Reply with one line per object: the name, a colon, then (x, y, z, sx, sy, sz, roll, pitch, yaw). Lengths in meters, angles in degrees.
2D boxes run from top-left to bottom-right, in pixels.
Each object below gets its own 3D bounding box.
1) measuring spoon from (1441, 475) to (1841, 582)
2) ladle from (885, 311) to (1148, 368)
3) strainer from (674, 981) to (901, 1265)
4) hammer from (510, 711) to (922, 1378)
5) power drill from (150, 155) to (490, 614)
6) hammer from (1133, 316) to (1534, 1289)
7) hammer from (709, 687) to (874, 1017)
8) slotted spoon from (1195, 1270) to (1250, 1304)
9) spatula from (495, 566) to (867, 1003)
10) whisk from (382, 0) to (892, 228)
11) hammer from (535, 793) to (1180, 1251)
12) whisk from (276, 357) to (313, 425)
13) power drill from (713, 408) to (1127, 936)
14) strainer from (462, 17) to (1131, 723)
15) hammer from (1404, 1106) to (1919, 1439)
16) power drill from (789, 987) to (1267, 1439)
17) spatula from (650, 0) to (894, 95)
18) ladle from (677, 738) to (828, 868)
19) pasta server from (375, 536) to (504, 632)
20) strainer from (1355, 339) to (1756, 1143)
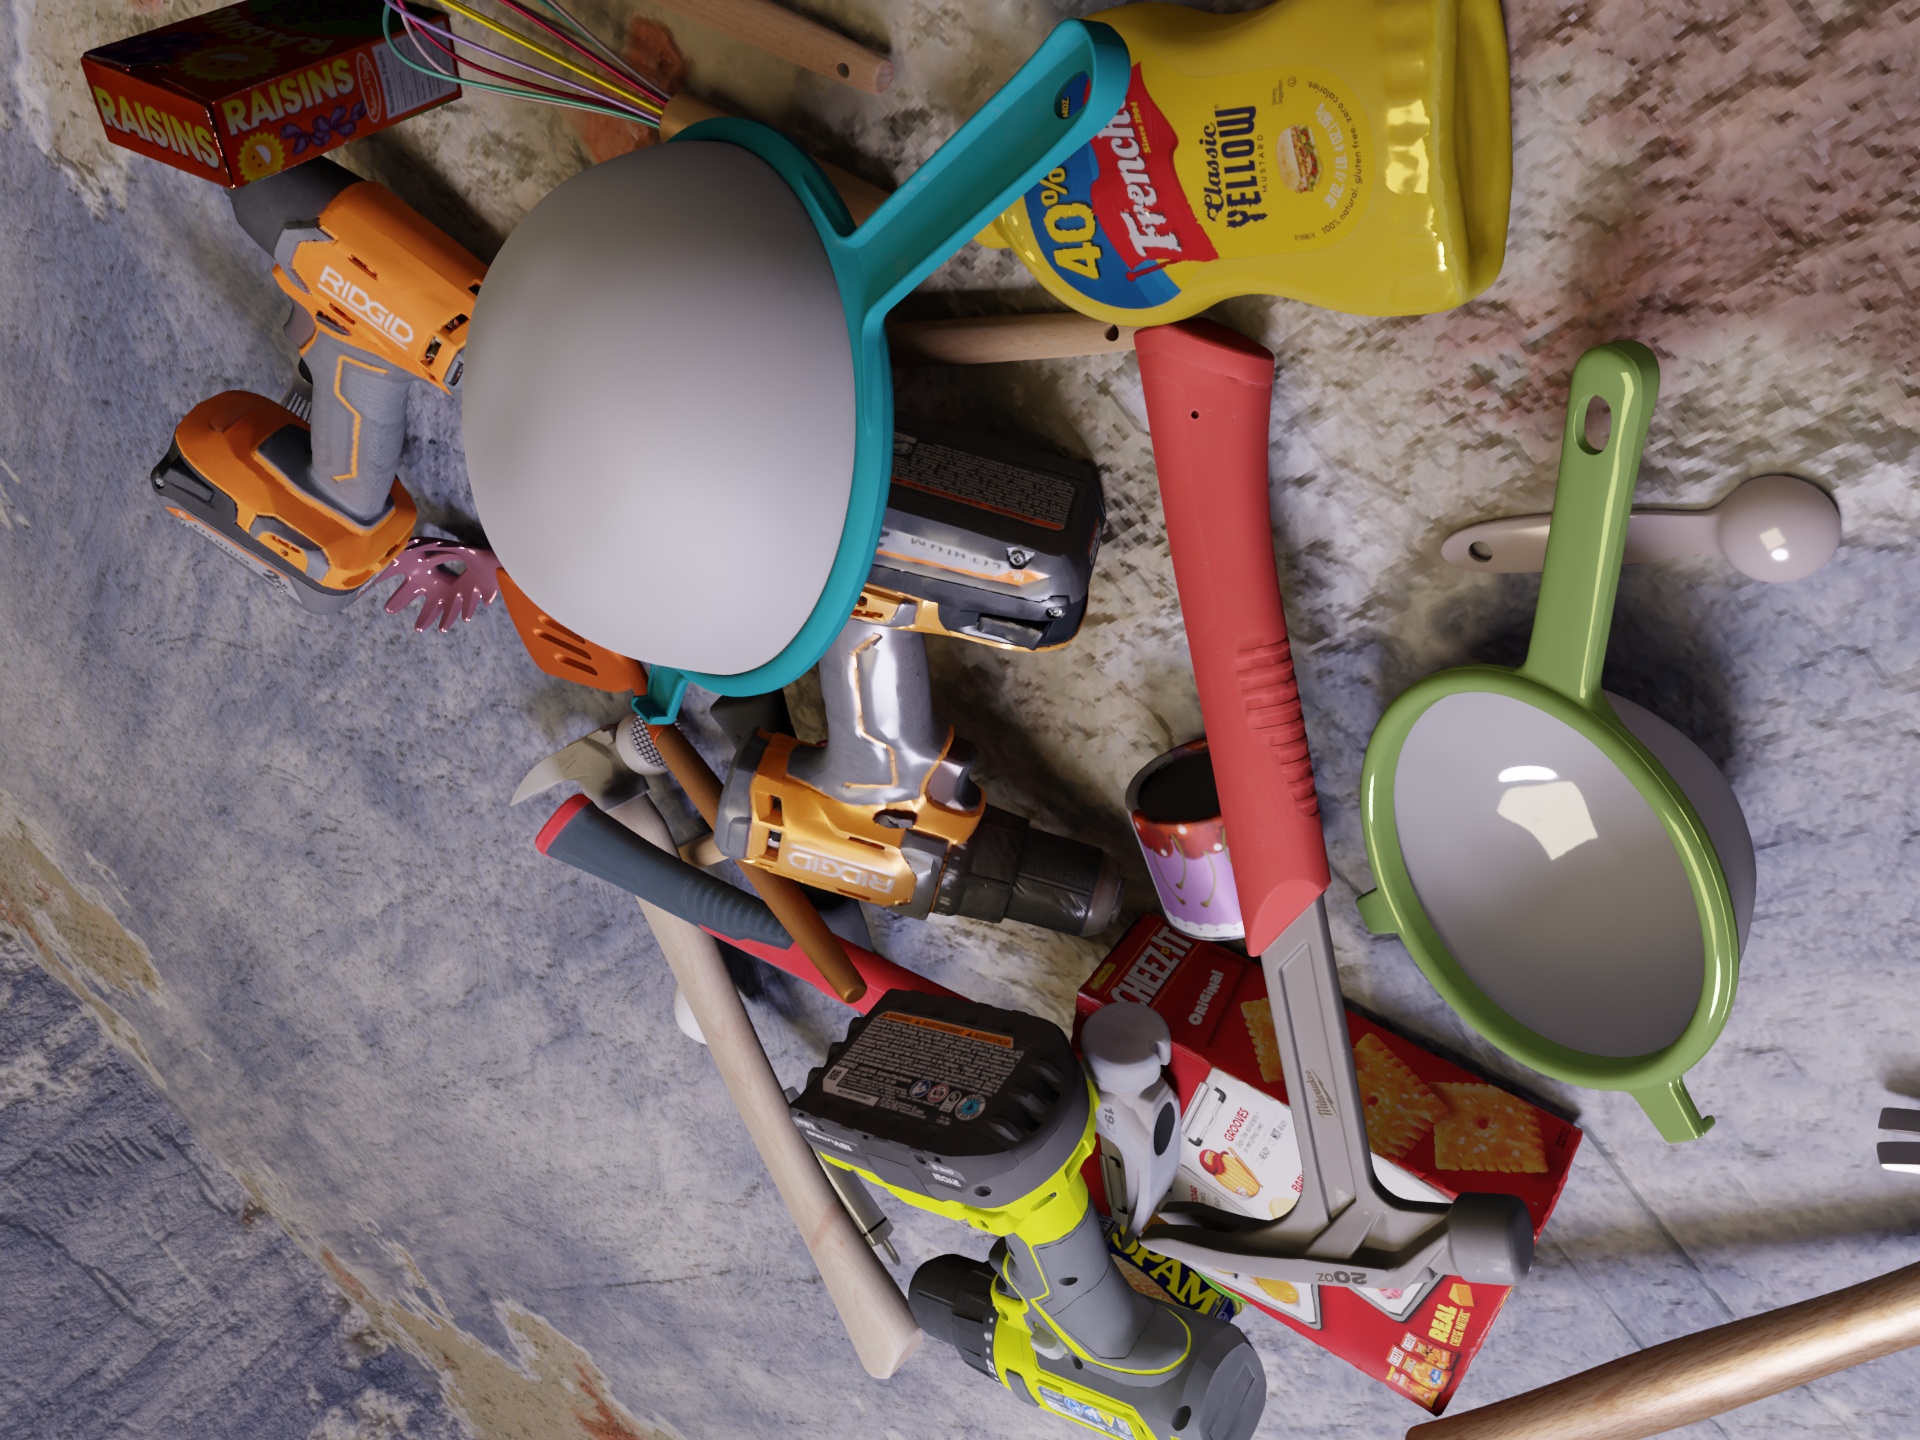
measuring spoon: (0.209, -0.054, 0.505, 0.124, 0.018, 0.034, 1, 124, 43)
ladle: (-0.068, -0.147, 0.644, 0.320, 0.062, 0.078, 6, 113, 36)
strainer: (-0.115, 0.231, 0.989, 0.258, 0.050, 0.087, 53, 173, 9)
hammer: (-0.134, 0.197, 0.932, 0.146, 0.038, 0.410, -22, 95, 44)
power drill: (-0.321, -0.173, 0.790, 0.164, 0.084, 0.226, 37, 130, -11)
hammer: (0.104, 0.037, 0.578, 0.149, 0.037, 0.359, -6, 102, 33)
hammer: (-0.053, 0.140, 0.864, 0.149, 0.036, 0.408, 19, 140, 37)
slotted spoon: (0.056, 0.225, 0.886, 0.314, 0.031, 0.070, 36, 144, 14)
spatula: (-0.143, 0.029, 0.795, 0.323, 0.041, 0.081, 47, 158, 35)
whisk: (-0.131, -0.243, 0.619, 0.245, 0.051, 0.047, 30, 167, 12)
hammer: (-0.066, 0.131, 0.798, 0.386, 0.038, 0.143, 21, 137, 30)
whisk: (-0.372, -0.174, 0.898, 0.070, 0.070, 0.284, 49, 137, -5)
power drill: (-0.001, -0.002, 0.664, 0.185, 0.084, 0.226, 17, 130, 2)
strainer: (-0.085, -0.125, 0.520, 0.340, 0.095, 0.211, -24, 78, 51)
hammer: (0.306, 0.249, 0.624, 0.130, 0.031, 0.331, 48, 128, 1)
power drill: (0.018, 0.232, 0.718, 0.191, 0.080, 0.228, 3, 130, 43)
spatula: (-0.154, -0.301, 0.614, 0.316, 0.018, 0.059, 31, 143, 20)
ladle: (-0.114, 0.063, 0.895, 0.069, 0.031, 0.315, 52, 143, -12)
pasta server: (-0.216, -0.080, 0.852, 0.316, 0.040, 0.060, 3, 138, 39)
strainer: (0.209, -0.002, 0.514, 0.152, 0.069, 0.256, 37, 140, 48)
